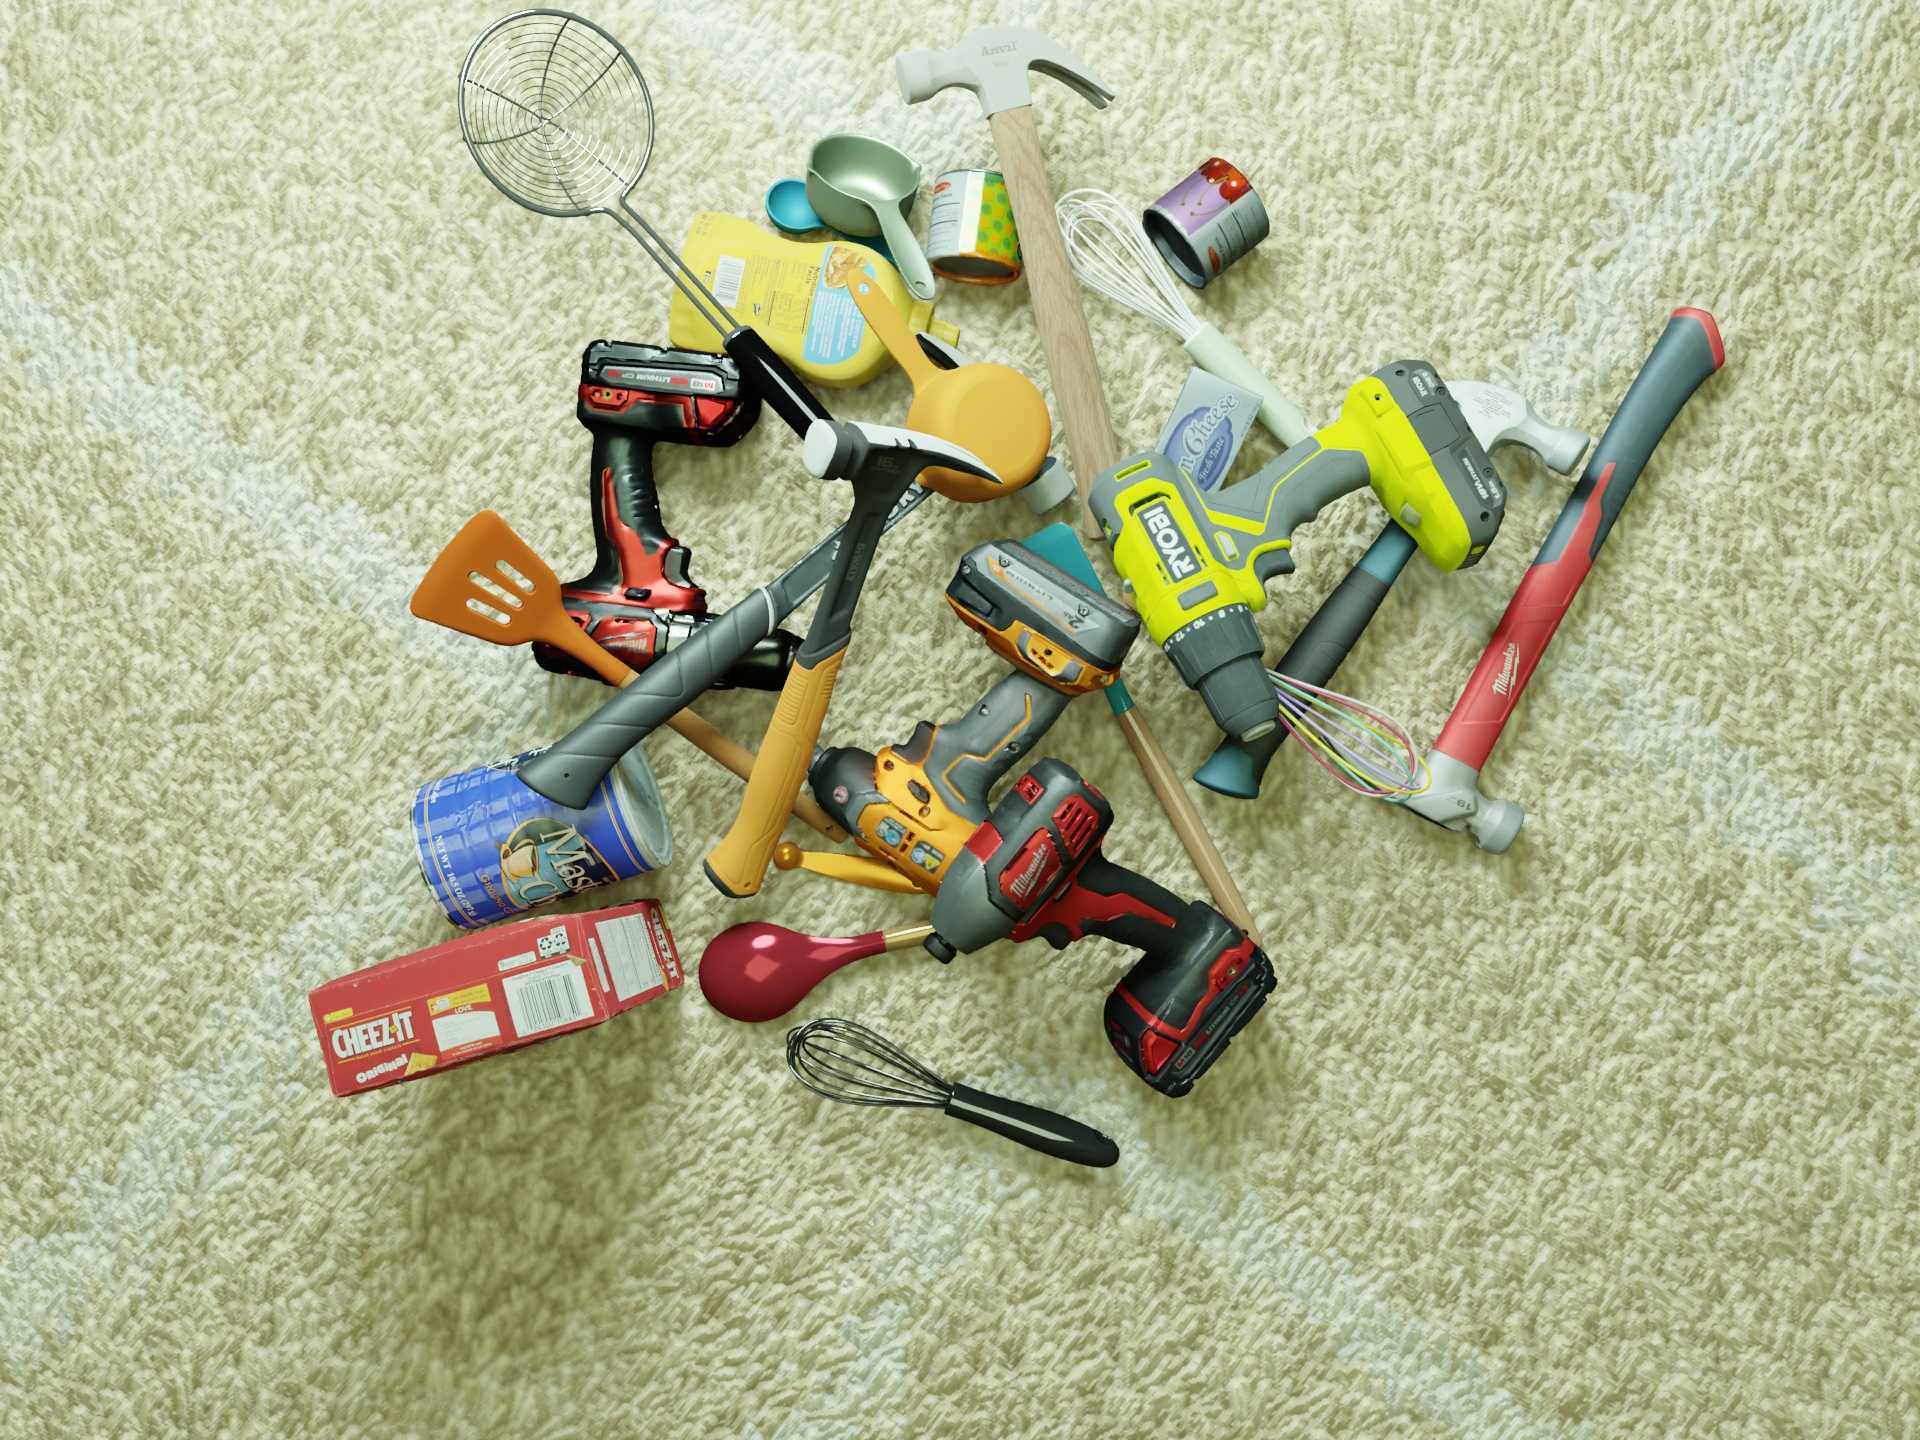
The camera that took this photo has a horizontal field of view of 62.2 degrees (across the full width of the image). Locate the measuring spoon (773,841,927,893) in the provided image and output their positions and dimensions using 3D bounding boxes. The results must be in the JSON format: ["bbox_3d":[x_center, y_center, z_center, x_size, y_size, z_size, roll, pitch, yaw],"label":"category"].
[{"bbox_3d":[-0.072,0.102,1.090,0.117,0.011,0.021,11,88,2],"label":"measuring spoon"}]

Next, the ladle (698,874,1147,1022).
[{"bbox_3d":[-0.026,0.146,1.082,0.315,0.031,0.069,-13,91,-1],"label":"ladle"}]

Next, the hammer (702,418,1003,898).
[{"bbox_3d":[-0.087,-0.027,1.000,0.127,0.034,0.336,2,122,-37],"label":"hammer"}]

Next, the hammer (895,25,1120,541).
[{"bbox_3d":[0.063,-0.282,1.039,0.130,0.031,0.331,-17,100,-8],"label":"hammer"}]

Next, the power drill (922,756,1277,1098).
[{"bbox_3d":[0.084,0.137,1.007,0.219,0.079,0.143,41,89,-25],"label":"power drill"}]

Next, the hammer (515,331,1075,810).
[{"bbox_3d":[-0.113,-0.087,1.019,0.409,0.036,0.149,-41,107,-14],"label":"hammer"}]

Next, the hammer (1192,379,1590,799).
[{"bbox_3d":[0.268,-0.084,1.061,0.128,0.033,0.331,36,91,21],"label":"hammer"}]

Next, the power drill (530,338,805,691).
[{"bbox_3d":[-0.182,-0.129,1.071,0.188,0.080,0.227,7,91,2],"label":"power drill"}]

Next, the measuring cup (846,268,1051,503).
[{"bbox_3d":[-0.010,-0.216,1.004,0.095,0.052,0.173,-43,108,-13],"label":"measuring cup"}]

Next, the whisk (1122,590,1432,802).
[{"bbox_3d":[0.202,-0.023,1.035,0.047,0.051,0.245,-43,60,-15],"label":"whisk"}]

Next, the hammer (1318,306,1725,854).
[{"bbox_3d":[0.391,-0.111,1.074,0.143,0.038,0.386,29,89,4],"label":"hammer"}]

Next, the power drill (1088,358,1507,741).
[{"bbox_3d":[0.217,-0.110,1.000,0.228,0.080,0.191,-25,75,-1],"label":"power drill"}]

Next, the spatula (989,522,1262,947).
[{"bbox_3d":[0.119,0.019,1.073,0.082,0.044,0.317,-30,89,24],"label":"spatula"}]

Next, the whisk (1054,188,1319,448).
[{"bbox_3d":[0.155,-0.268,1.085,0.246,0.058,0.059,44,124,0],"label":"whisk"}]

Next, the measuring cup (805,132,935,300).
[{"bbox_3d":[-0.053,-0.325,1.058,0.083,0.038,0.168,-9,58,-23],"label":"measuring cup"}]

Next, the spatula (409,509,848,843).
[{"bbox_3d":[-0.200,-0.011,1.035,0.322,0.041,0.081,37,91,-17],"label":"spatula"}]

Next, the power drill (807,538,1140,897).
[{"bbox_3d":[-0.002,-0.003,1.040,0.164,0.084,0.226,32,105,9],"label":"power drill"}]

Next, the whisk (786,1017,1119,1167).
[{"bbox_3d":[-0.005,0.255,1.068,0.239,0.055,0.055,20,89,-2],"label":"whisk"}]

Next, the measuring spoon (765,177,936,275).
[{"bbox_3d":[-0.076,-0.335,1.106,0.128,0.021,0.042,24,66,-6],"label":"measuring spoon"}]

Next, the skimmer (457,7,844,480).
[{"bbox_3d":[-0.180,-0.299,1.004,0.127,0.090,0.363,-37,75,-16],"label":"skimmer"}]
